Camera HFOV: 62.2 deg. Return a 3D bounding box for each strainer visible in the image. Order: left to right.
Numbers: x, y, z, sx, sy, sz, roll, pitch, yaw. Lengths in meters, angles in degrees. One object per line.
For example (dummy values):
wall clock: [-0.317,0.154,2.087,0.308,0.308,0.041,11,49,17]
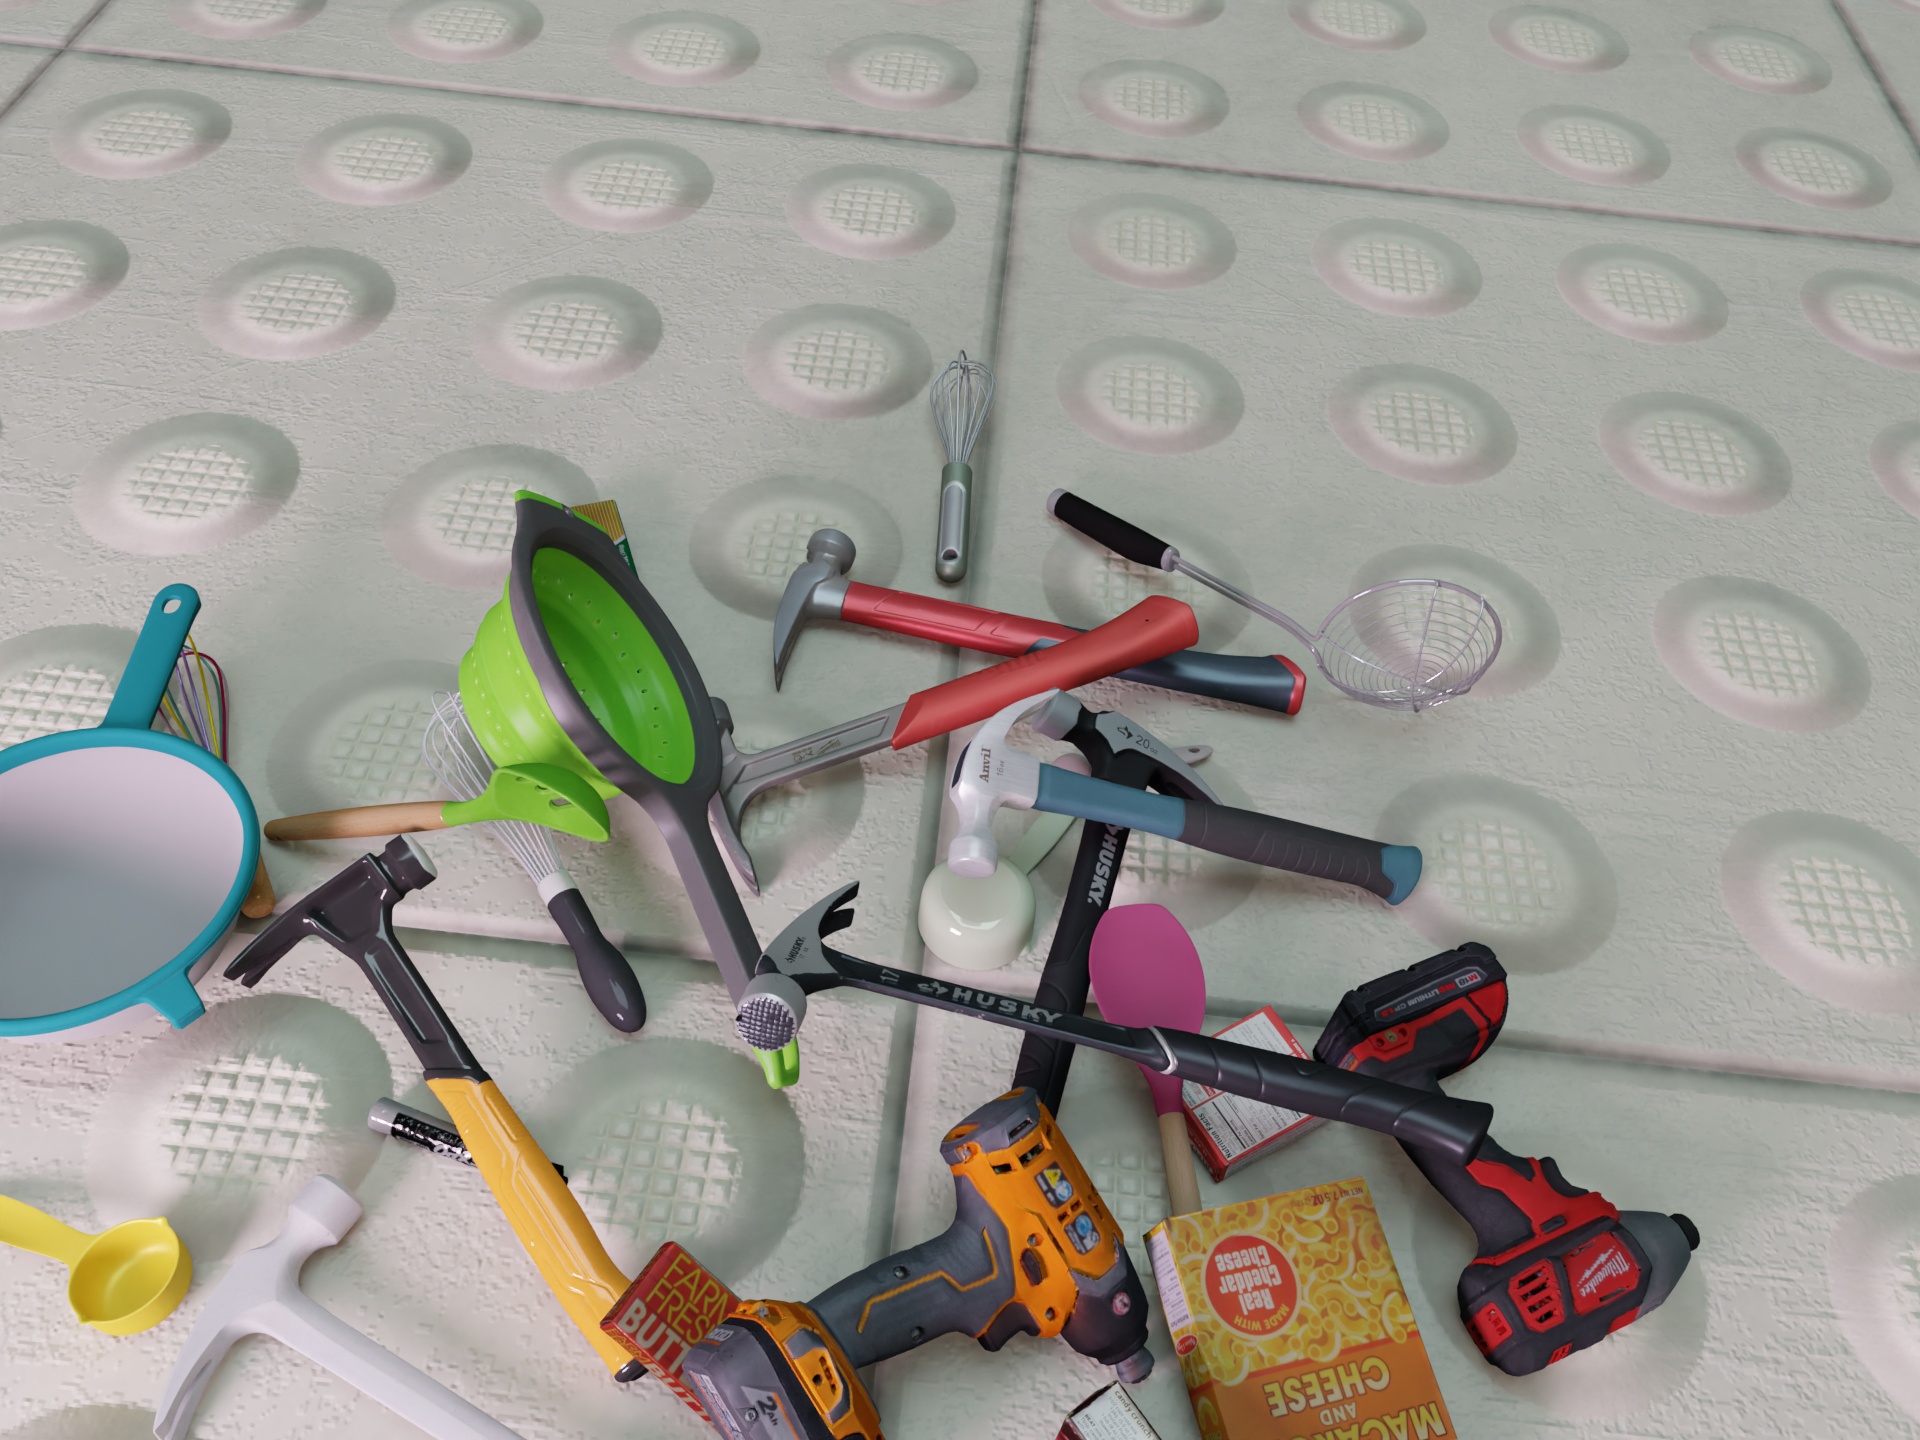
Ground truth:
strainer: [-0.520,0.063,0.986,0.211,0.095,0.341,1,49,-5]

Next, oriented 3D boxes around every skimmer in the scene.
skimmer: [0.225,-0.113,1.203,0.364,0.127,0.090,33,62,33]

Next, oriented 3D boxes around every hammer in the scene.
hammer: [-0.273,0.222,0.880,0.127,0.034,0.337,-37,70,-12]
hammer: [-0.209,0.379,0.784,0.405,0.035,0.144,24,52,15]
hammer: [-0.002,-0.003,1.088,0.359,0.036,0.149,-19,57,-9]
hammer: [0.057,-0.046,1.165,0.386,0.038,0.143,12,51,5]
hammer: [0.076,0.144,0.987,0.146,0.035,0.335,28,56,-14]
hammer: [0.090,0.176,0.880,0.409,0.036,0.149,14,22,4]
hammer: [0.151,0.067,1.016,0.331,0.033,0.128,14,61,-17]

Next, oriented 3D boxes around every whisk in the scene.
whisk: [-0.496,0.032,1.055,0.047,0.051,0.245,-33,61,0]
whisk: [-0.271,0.085,1.019,0.070,0.070,0.285,-25,61,-24]
whisk: [-0.002,-0.208,1.292,0.058,0.059,0.247,-3,54,8]

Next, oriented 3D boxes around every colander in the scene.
colander: [-0.210,0.053,0.975,0.094,0.204,0.397,-29,74,13]

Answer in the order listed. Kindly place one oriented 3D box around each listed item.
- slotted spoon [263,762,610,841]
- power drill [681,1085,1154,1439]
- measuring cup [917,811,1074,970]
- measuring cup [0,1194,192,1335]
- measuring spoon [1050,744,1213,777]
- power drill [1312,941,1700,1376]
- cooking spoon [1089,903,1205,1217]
slotted spoon: [-0.322,0.056,0.951,0.314,0.070,0.031,-7,50,34]
power drill: [-0.007,0.316,0.811,0.226,0.084,0.164,-31,87,-29]
measuring cup: [0.036,0.090,1.046,0.083,0.038,0.168,29,55,19]
measuring cup: [-0.479,0.285,0.854,0.156,0.029,0.062,12,49,20]
measuring spoon: [0.121,0.025,1.117,0.124,0.018,0.034,-10,30,-15]
power drill: [0.313,0.247,0.916,0.143,0.078,0.220,-17,57,-17]
cooking spoon: [0.123,0.250,0.904,0.068,0.017,0.319,-4,58,-4]
